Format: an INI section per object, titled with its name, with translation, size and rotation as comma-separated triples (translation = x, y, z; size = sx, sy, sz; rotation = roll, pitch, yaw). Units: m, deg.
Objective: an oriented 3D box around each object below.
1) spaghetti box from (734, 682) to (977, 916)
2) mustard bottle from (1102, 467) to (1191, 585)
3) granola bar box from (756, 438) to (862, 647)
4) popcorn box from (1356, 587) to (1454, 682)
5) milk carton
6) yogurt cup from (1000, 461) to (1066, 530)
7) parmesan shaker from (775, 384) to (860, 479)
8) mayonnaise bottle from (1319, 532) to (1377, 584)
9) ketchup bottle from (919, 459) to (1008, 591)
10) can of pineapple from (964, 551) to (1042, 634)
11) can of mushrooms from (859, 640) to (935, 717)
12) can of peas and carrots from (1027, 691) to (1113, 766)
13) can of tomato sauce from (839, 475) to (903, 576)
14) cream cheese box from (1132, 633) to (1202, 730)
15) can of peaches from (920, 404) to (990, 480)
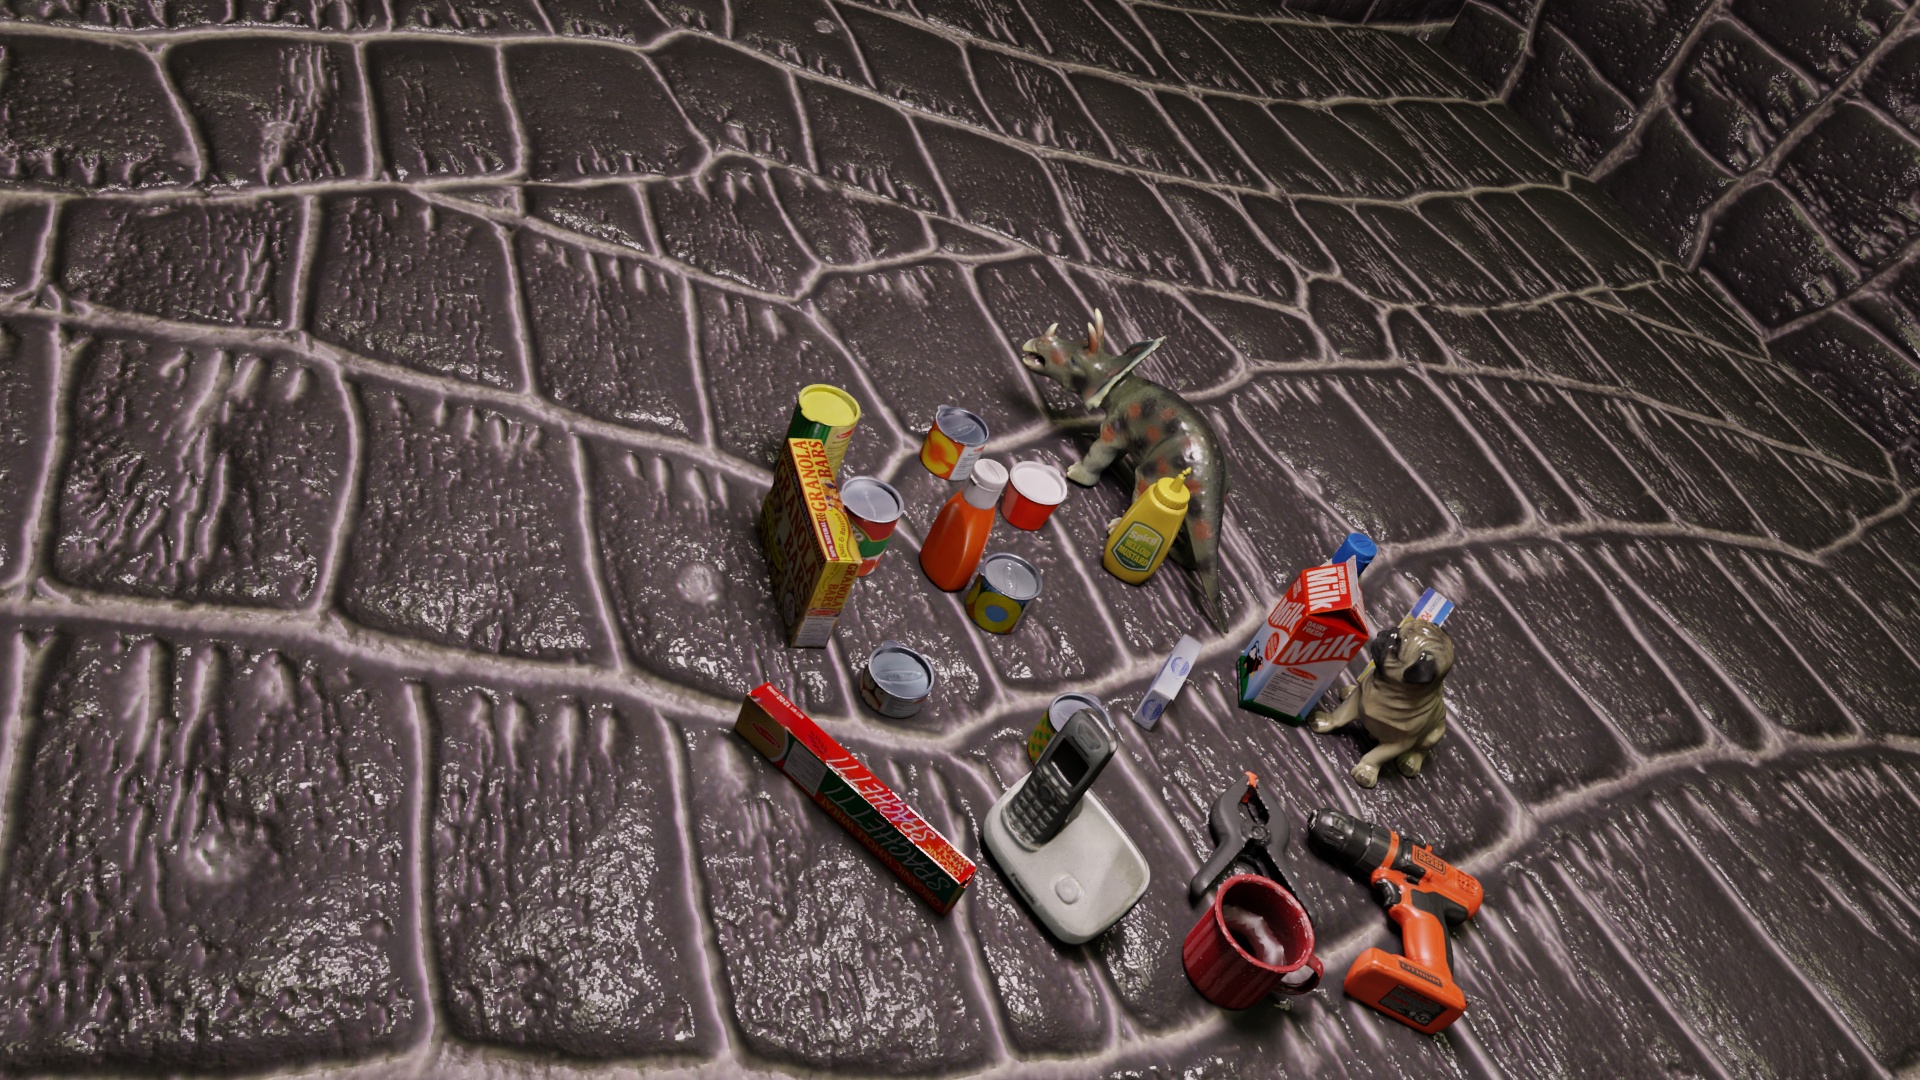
[spaghetti box]
translation = -0.091, 0.219, 1.186
size = 0.250, 0.050, 0.029
rotation = 39, 41, 15
[mustard bottle]
translation = 0.212, -0.022, 1.530
size = 0.065, 0.159, 0.049
rotation = 29, 39, 4
[granola bar box]
translation = -0.149, 0.002, 1.337
size = 0.039, 0.123, 0.166
rotation = 2, 45, -27
[popcorn box]
translation = 0.514, 0.118, 1.599
size = 0.038, 0.084, 0.127
rotation = 39, 41, 15
[milk carton]
translation = 0.365, 0.102, 1.453
size = 0.073, 0.189, 0.073
rotation = 20, 39, -7
[yogurt cup]
translation = 0.079, -0.048, 1.571
size = 0.072, 0.053, 0.073
rotation = 15, 40, -13
[parmesan shaker]
translation = -0.154, -0.104, 1.468
size = 0.071, 0.102, 0.072
rotation = 15, 40, -13
[mayonnaise bottle]
translation = 0.416, 0.054, 1.566
size = 0.065, 0.147, 0.041
rotation = -7, 50, -35
[ketchup bottle]
translation = 0.005, -0.018, 1.423
size = 0.044, 0.148, 0.065
rotation = -10, 51, -36
[can of pineapple]
translation = 0.042, 0.054, 1.435
size = 0.071, 0.057, 0.071
rotation = 15, 40, -13
[can of mushrooms]
translation = -0.061, 0.131, 1.313
size = 0.071, 0.033, 0.071
rotation = 15, 40, -13
[can of peas and carrots]
translation = 0.105, 0.186, 1.322
size = 0.071, 0.058, 0.071
rotation = 15, 40, -13
[can of tomato sauce]
translation = -0.104, -0.013, 1.411
size = 0.071, 0.082, 0.071
rotation = 15, 40, -13
[cream cheese box]
translation = 0.213, 0.146, 1.430
size = 0.024, 0.053, 0.104
rotation = 32, 39, 8
[can of peaches]
translation = -0.008, -0.112, 1.591
size = 0.071, 0.057, 0.071
rotation = 15, 40, -13
